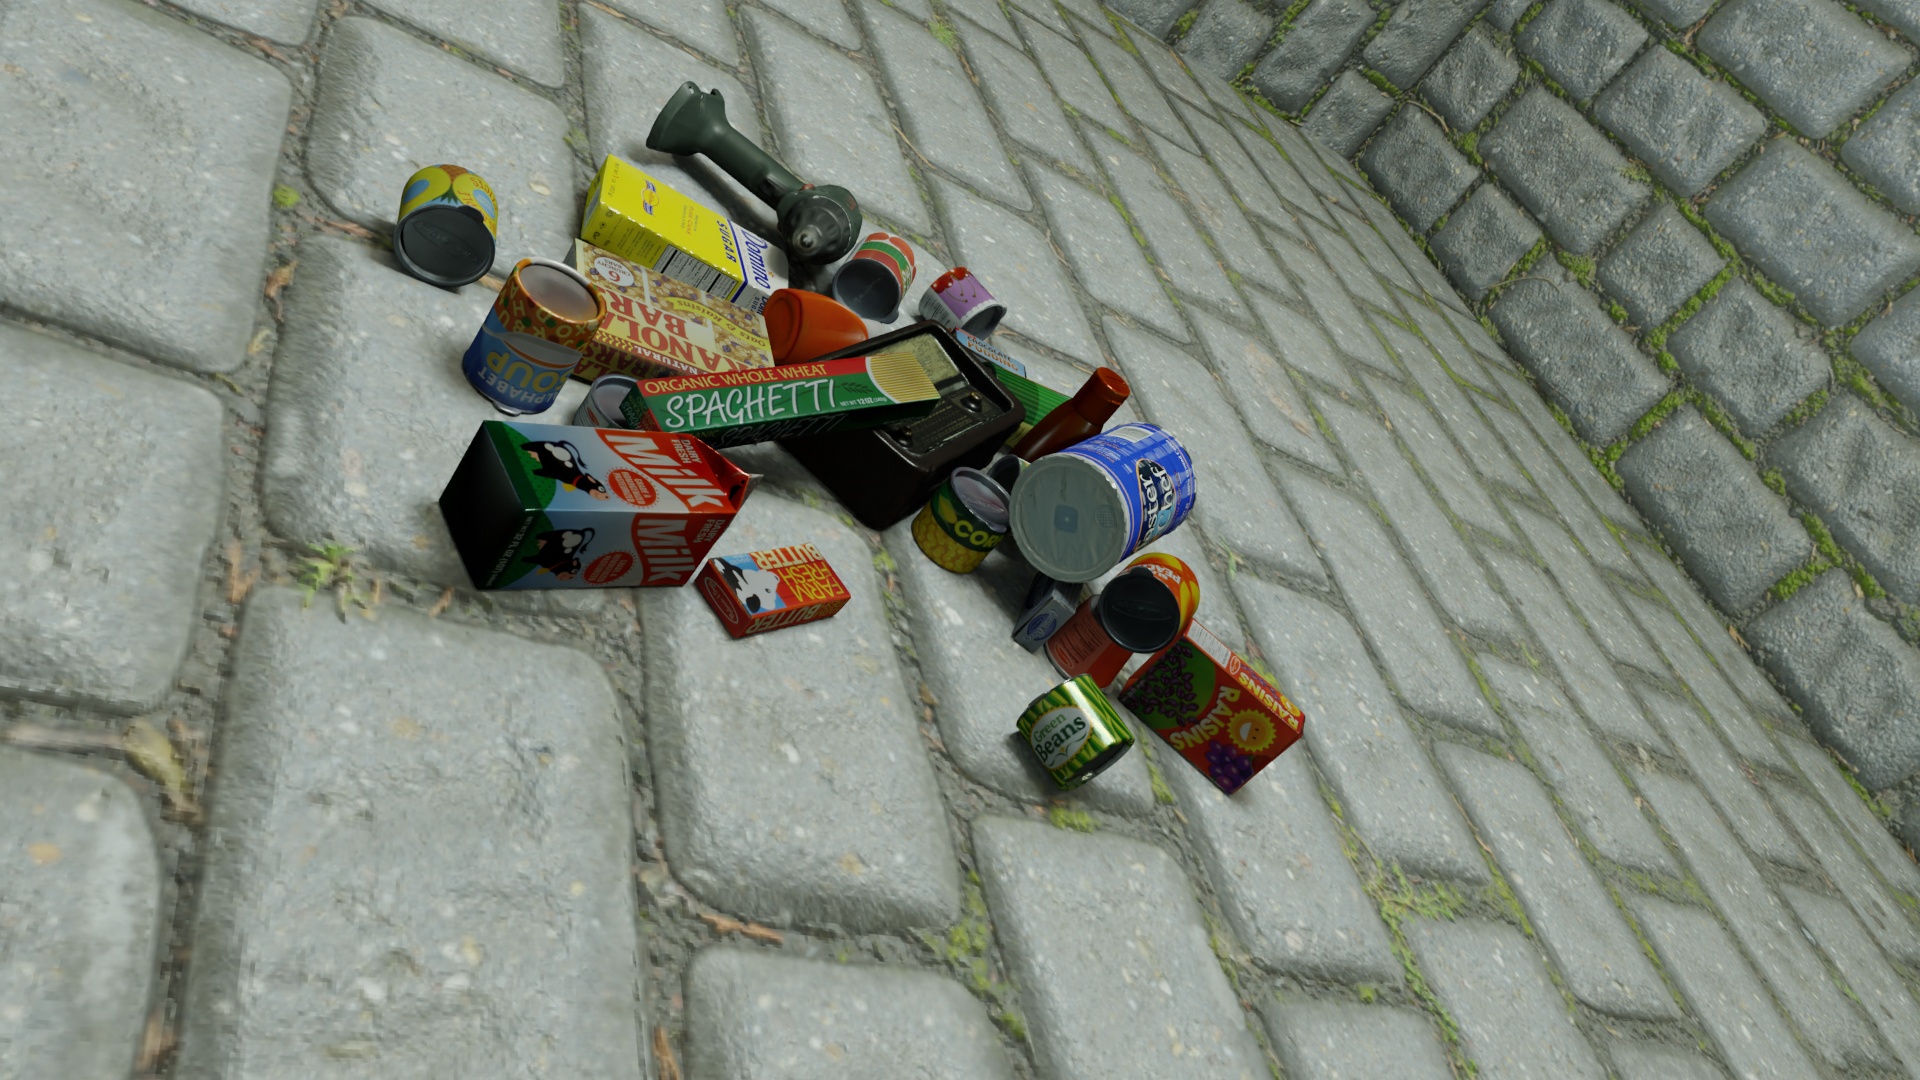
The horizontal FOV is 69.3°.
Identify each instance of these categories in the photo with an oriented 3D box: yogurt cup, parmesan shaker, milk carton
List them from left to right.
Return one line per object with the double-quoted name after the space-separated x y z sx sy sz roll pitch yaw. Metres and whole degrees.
-0.213 -0.020 0.867 0.191 0.072 0.073 1 48 -48 "milk carton"
0.056 -0.122 1.307 0.103 0.071 0.071 20 36 -32 "parmesan shaker"
0.110 0.080 1.120 0.072 0.053 0.073 28 32 -20 "yogurt cup"

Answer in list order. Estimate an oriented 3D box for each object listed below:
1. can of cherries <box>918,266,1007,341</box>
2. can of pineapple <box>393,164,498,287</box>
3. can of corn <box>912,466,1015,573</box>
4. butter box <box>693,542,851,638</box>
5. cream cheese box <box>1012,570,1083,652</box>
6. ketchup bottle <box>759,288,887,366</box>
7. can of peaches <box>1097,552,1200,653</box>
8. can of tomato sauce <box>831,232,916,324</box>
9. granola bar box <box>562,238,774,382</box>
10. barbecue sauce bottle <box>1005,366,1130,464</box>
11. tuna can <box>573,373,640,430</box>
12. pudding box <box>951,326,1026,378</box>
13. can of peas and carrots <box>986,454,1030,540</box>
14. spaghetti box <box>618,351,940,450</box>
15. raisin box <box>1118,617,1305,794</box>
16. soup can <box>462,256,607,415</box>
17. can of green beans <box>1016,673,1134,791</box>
0.002 -0.233 1.396 0.058 0.071 0.072 49 31 16 "can of cherries"
-0.357 -0.221 0.972 0.071 0.070 0.058 20 35 -31 "can of pineapple"
0.004 -0.014 1.119 0.071 0.058 0.071 29 32 -20 "can of corn"
-0.126 0.032 0.944 0.104 0.024 0.053 -10 56 -53 "butter box"
0.076 0.043 1.131 0.024 0.053 0.104 39 30 -7 "cream cheese box"
-0.114 -0.179 1.202 0.043 0.064 0.149 24 13 25 "ketchup bottle"
0.148 0.045 1.082 0.071 0.071 0.058 45 29 8 "can of peaches"
-0.080 -0.250 1.327 0.071 0.071 0.083 35 30 -10 "can of tomato sauce"
-0.223 -0.152 1.062 0.165 0.039 0.125 19 36 -33 "granola bar box"
0.090 -0.088 1.225 0.065 0.148 0.044 11 42 -41 "barbecue sauce bottle"
-0.230 -0.081 0.966 0.071 0.032 0.071 29 32 -20 "tuna can"
0.016 -0.163 1.339 0.083 0.049 0.030 27 34 -21 "pudding box"
0.053 -0.030 1.191 0.058 0.070 0.071 26 33 -26 "can of peas and carrots"
-0.123 -0.100 1.004 0.251 0.028 0.050 -13 61 -41 "spaghetti box"
0.203 0.134 1.123 0.123 0.085 0.040 41 28 0 "raisin box"
-0.284 -0.135 0.927 0.071 0.083 0.072 29 32 -20 "soup can"
0.083 0.139 1.000 0.071 0.071 0.058 -5 53 -51 "can of green beans"
